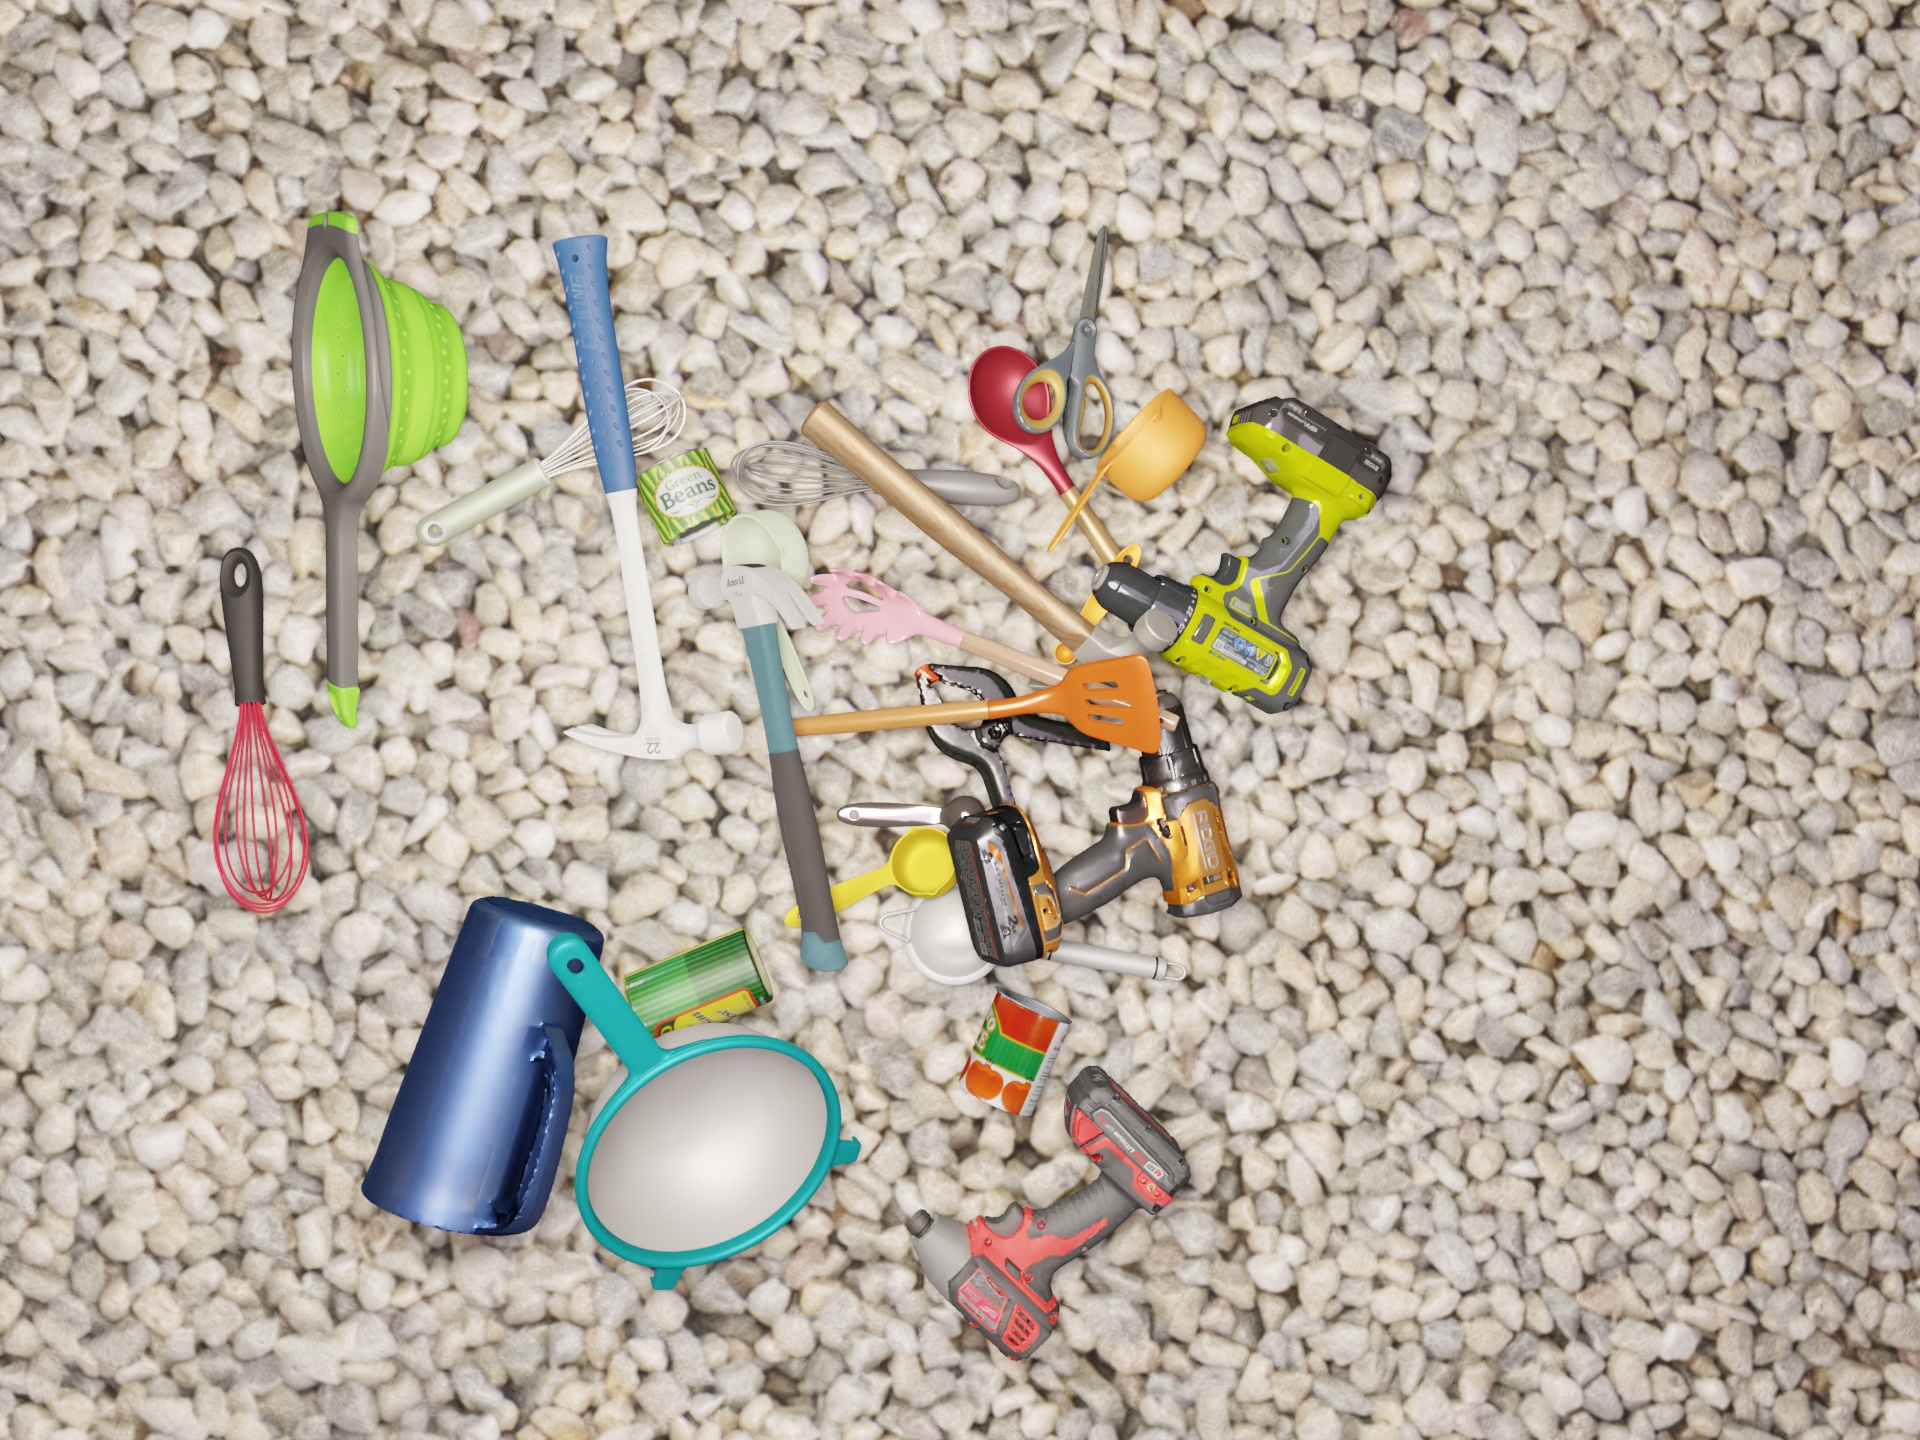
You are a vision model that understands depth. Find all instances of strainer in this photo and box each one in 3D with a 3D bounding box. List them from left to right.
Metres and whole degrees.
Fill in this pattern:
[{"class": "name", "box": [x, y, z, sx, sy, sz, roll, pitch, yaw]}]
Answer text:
[{"class": "strainer", "box": [-0.230, 0.267, 1.211, 0.211, 0.095, 0.340, -33, 123, -11]}, {"class": "strainer", "box": [0.062, 0.184, 1.307, 0.258, 0.050, 0.087, 11, 74, -6]}]

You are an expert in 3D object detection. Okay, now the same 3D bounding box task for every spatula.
[{"class": "spatula", "box": [-0.002, -0.004, 1.261, 0.322, 0.041, 0.081, -5, 109, 14]}]

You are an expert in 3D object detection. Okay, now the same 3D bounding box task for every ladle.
[{"class": "ladle", "box": [0.105, -0.170, 1.320, 0.069, 0.031, 0.315, -34, 93, -8]}]

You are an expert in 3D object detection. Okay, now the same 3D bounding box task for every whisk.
[{"class": "whisk", "box": [-0.563, 0.006, 1.267, 0.073, 0.073, 0.296, -7, 83, -3]}, {"class": "whisk", "box": [-0.332, -0.206, 1.288, 0.246, 0.059, 0.057, -28, 114, 2]}, {"class": "whisk", "box": [-0.068, -0.195, 1.301, 0.239, 0.055, 0.055, 3, 89, -7]}]

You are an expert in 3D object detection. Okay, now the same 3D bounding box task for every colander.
[{"class": "colander", "box": [-0.451, -0.190, 1.255, 0.094, 0.205, 0.397, -6, 108, -37]}]

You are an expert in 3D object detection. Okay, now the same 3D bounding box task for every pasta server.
[{"class": "pasta server", "box": [0.025, -0.053, 1.275, 0.316, 0.040, 0.060, 22, 115, 11]}]

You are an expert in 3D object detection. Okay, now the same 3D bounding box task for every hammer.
[{"class": "hammer", "box": [-0.269, -0.167, 1.243, 0.144, 0.035, 0.405, -5, 99, 18]}, {"class": "hammer", "box": [-0.139, 0.037, 1.266, 0.033, 0.128, 0.331, -15, 96, -44]}, {"class": "hammer", "box": [0.009, -0.135, 1.263, 0.331, 0.130, 0.031, 39, 47, -4]}]

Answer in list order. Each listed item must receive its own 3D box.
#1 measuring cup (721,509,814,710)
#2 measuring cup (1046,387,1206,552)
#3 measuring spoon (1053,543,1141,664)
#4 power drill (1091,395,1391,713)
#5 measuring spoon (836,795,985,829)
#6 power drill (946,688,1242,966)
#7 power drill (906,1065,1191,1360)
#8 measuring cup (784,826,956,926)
[{"class": "measuring cup", "box": [-0.140, -0.091, 1.288, 0.038, 0.083, 0.167, -26, 100, -42]}, {"class": "measuring cup", "box": [0.134, -0.187, 1.281, 0.052, 0.095, 0.174, 39, 74, -11]}, {"class": "measuring spoon", "box": [0.114, -0.097, 1.315, 0.021, 0.011, 0.117, 33, 100, -4]}, {"class": "power drill", "box": [0.229, -0.142, 1.291, 0.190, 0.080, 0.228, 28, 88, -12]}, {"class": "measuring spoon", "box": [-0.040, 0.079, 1.312, 0.124, 0.018, 0.034, 1, 89, -2]}, {"class": "power drill", "box": [0.107, 0.085, 1.269, 0.226, 0.084, 0.185, -15, 94, -20]}, {"class": "power drill", "box": [0.068, 0.393, 1.287, 0.143, 0.078, 0.219, 44, 90, -1]}, {"class": "measuring cup", "box": [-0.071, 0.138, 1.307, 0.156, 0.029, 0.062, -24, 64, 10]}]
